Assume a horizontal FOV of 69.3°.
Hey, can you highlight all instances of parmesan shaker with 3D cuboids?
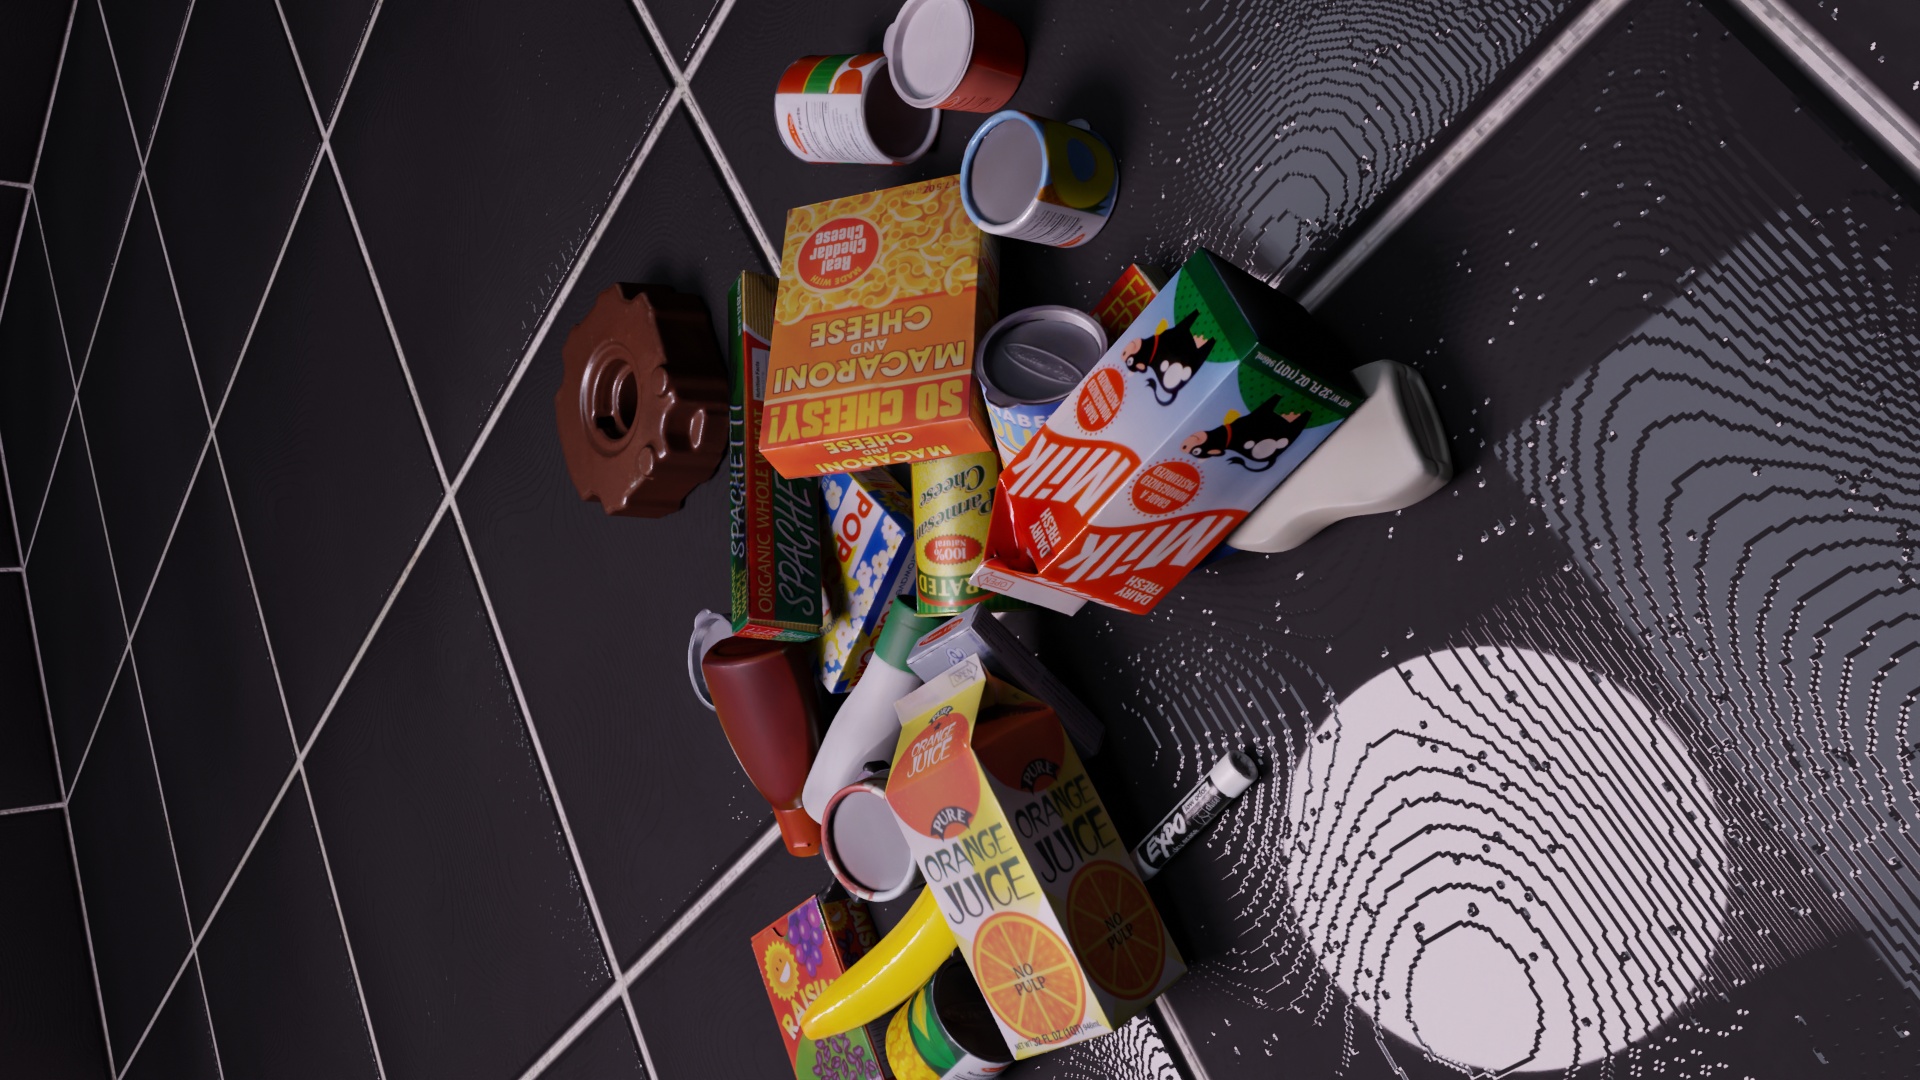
[{"bbox_3d":[0.003,-0.010,0.785,0.071,0.071,0.103,-6,86,45],"label":"parmesan shaker"}]

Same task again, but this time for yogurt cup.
[{"bbox_3d":[0.000,-0.278,0.795,0.072,0.054,0.072,1,92,45],"label":"yogurt cup"}]

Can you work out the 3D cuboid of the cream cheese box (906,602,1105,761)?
[{"bbox_3d":[0.025,0.085,0.754,0.103,0.024,0.053,45,131,-13],"label":"cream cheese box"}]

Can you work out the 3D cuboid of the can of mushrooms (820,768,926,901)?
[{"bbox_3d":[-0.043,0.159,0.757,0.071,0.033,0.071,6,100,33],"label":"can of mushrooms"}]

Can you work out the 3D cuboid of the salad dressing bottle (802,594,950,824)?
[{"bbox_3d":[-0.049,0.106,0.848,0.044,0.064,0.147,29,103,29],"label":"salad dressing bottle"}]

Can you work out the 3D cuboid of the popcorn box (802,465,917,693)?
[{"bbox_3d":[-0.067,0.022,0.877,0.085,0.038,0.126,44,120,35],"label":"popcorn box"}]

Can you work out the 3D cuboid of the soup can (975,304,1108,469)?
[{"bbox_3d":[0.045,-0.067,0.714,0.071,0.071,0.083,45,164,35],"label":"soup can"}]

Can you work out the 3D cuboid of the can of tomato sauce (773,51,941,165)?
[{"bbox_3d":[-0.062,-0.265,0.851,0.083,0.071,0.071,16,102,43],"label":"can of tomato sauce"}]

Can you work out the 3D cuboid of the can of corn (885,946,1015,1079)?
[{"bbox_3d":[-0.002,0.279,0.796,0.058,0.071,0.071,-54,56,32],"label":"can of corn"}]

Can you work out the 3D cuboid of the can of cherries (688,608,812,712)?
[{"bbox_3d":[-0.142,0.078,0.939,0.071,0.058,0.071,2,92,46],"label":"can of cherries"}]

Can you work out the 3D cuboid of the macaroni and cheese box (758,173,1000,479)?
[{"bbox_3d":[-0.041,-0.120,0.776,0.123,0.040,0.167,-7,61,18],"label":"macaroni and cheese box"}]

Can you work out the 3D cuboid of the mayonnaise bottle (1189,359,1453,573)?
[{"bbox_3d":[0.154,-0.026,0.653,0.147,0.041,0.065,-30,62,43],"label":"mayonnaise bottle"}]

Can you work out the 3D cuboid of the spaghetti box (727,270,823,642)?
[{"bbox_3d":[-0.119,-0.056,0.877,0.028,0.050,0.251,-38,50,51],"label":"spaghetti box"}]

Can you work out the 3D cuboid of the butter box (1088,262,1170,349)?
[{"bbox_3d":[0.106,-0.089,0.712,0.053,0.024,0.104,-50,58,33],"label":"butter box"}]

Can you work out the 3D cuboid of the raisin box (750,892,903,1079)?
[{"bbox_3d":[-0.082,0.297,0.895,0.085,0.040,0.124,-42,61,38],"label":"raisin box"}]

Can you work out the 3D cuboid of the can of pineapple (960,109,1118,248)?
[{"bbox_3d":[0.042,-0.196,0.751,0.071,0.058,0.071,1,91,45],"label":"can of pineapple"}]

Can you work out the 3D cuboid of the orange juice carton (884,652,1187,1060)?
[{"bbox_3d":[0.029,0.157,0.715,0.071,0.073,0.193,-34,79,39],"label":"orange juice carton"}]

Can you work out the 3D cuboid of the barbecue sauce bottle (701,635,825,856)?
[{"bbox_3d":[-0.114,0.131,0.887,0.065,0.044,0.148,-9,111,17],"label":"barbecue sauce bottle"}]

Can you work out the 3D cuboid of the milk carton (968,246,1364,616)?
[{"bbox_3d":[0.085,-0.033,0.647,0.189,0.072,0.074,-49,39,29],"label":"milk carton"}]
